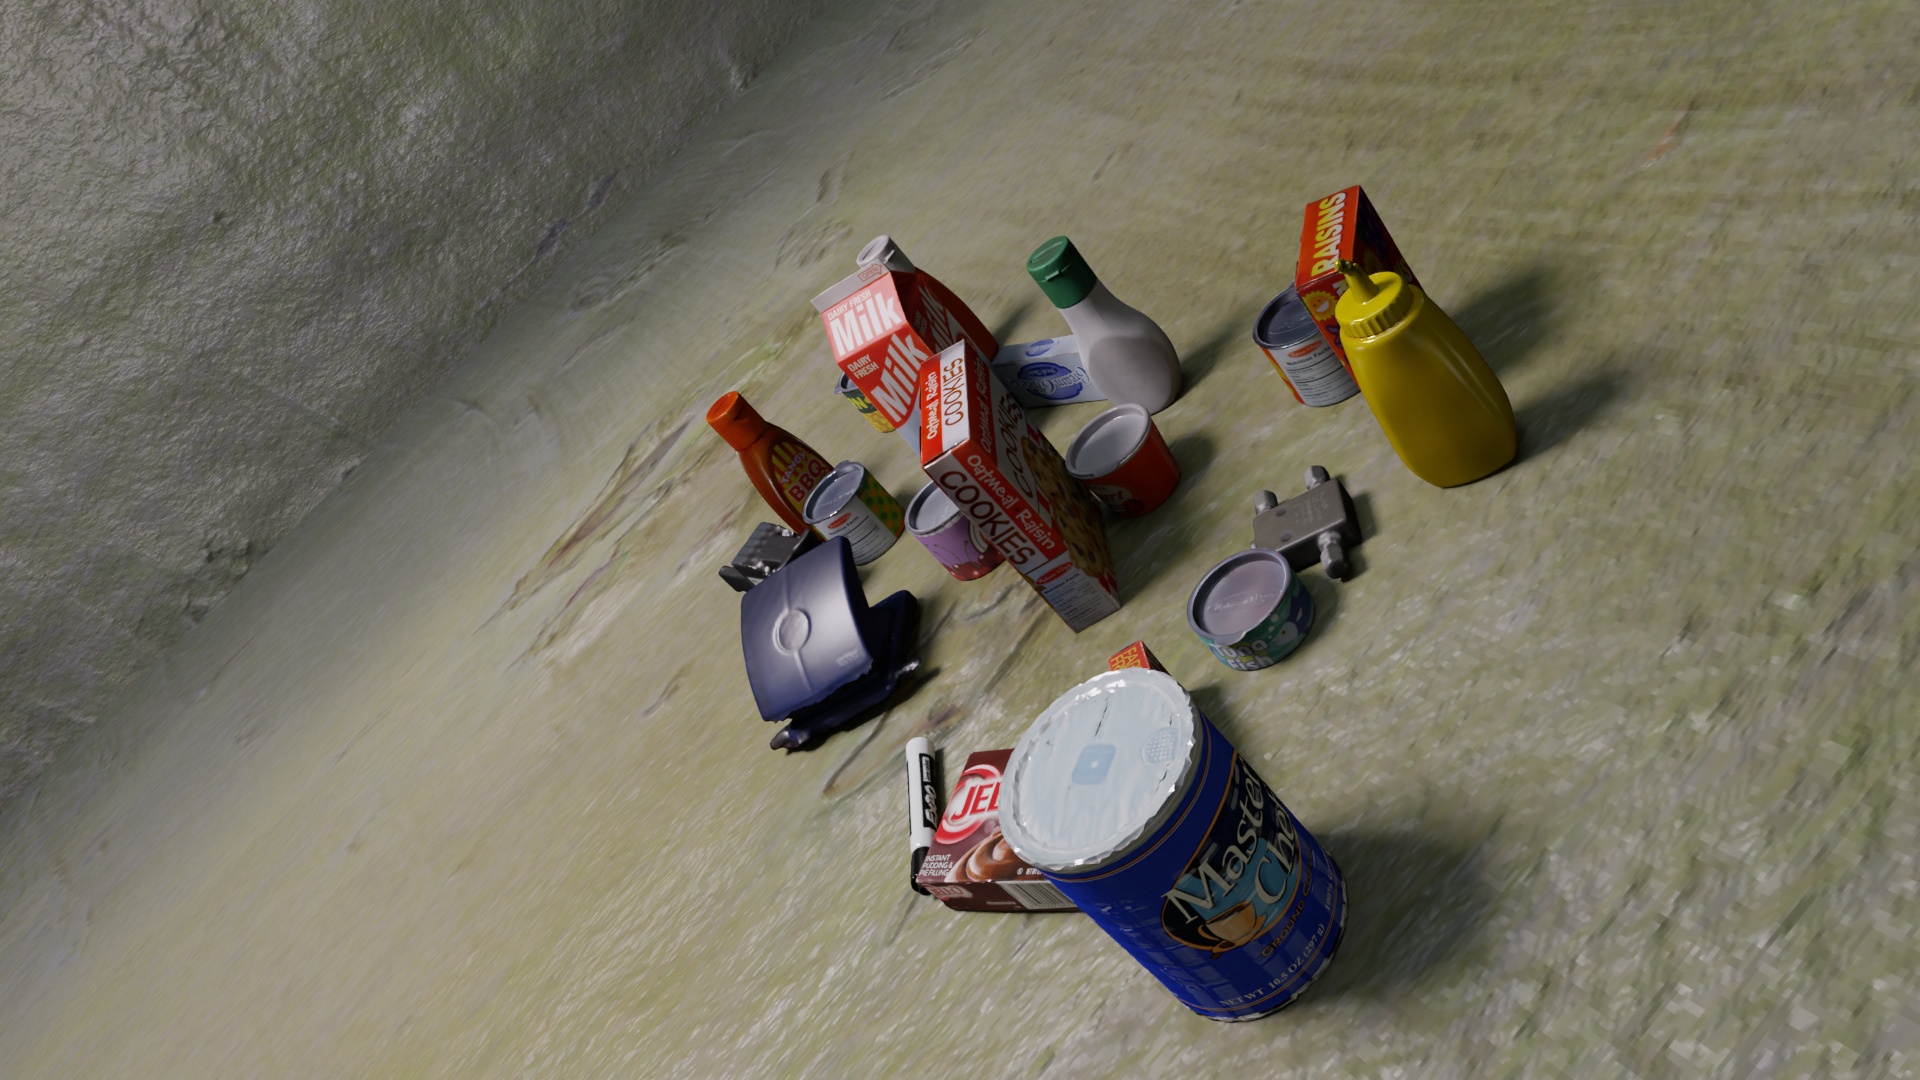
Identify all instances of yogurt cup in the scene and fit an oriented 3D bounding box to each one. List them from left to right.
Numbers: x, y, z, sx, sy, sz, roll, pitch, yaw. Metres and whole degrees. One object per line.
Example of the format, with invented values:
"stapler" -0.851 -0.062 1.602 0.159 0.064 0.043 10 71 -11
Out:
"yogurt cup" 0.114 -0.053 0.954 0.072 0.054 0.073 -30 32 21

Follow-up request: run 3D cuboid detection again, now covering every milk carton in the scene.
"milk carton" -0.033 -0.138 1.102 0.072 0.190 0.074 -27 33 27

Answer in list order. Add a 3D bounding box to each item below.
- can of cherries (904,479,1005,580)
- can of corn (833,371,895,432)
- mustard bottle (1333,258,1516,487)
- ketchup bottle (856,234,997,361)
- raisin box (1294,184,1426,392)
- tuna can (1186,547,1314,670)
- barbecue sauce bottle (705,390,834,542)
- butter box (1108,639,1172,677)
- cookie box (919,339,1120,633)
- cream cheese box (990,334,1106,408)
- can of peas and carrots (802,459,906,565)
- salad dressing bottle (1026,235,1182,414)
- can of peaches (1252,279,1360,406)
"can of cherries" 0.004 -0.013 1.030 0.071 0.058 0.072 -30 32 21
"can of corn" -0.072 -0.141 1.287 0.071 0.058 0.071 -30 32 21
"mustard bottle" 0.244 -0.097 0.750 0.065 0.160 0.049 -24 35 30
"ketchup bottle" -0.031 -0.204 1.228 0.043 0.148 0.065 7 56 54
"raisin box" 0.249 -0.139 0.835 0.040 0.123 0.086 -19 37 36
"tuna can" 0.165 0.041 0.792 0.071 0.032 0.071 -30 32 21
"barbecue sauce bottle" -0.157 -0.066 1.200 0.043 0.148 0.065 0 50 50
"butter box" 0.112 0.105 0.754 0.024 0.053 0.104 -34 31 15
"cookie box" 0.037 -0.036 0.910 0.040 0.167 0.123 -32 31 19
"cream cheese box" 0.077 -0.134 1.104 0.103 0.053 0.024 -1 50 50
"can of peas and carrots" -0.087 -0.023 1.152 0.071 0.058 0.071 -30 32 21
"salad dressing bottle" 0.104 -0.154 1.004 0.064 0.147 0.044 -26 33 27
"can of peaches" 0.235 -0.131 0.908 0.071 0.058 0.071 -30 32 21
